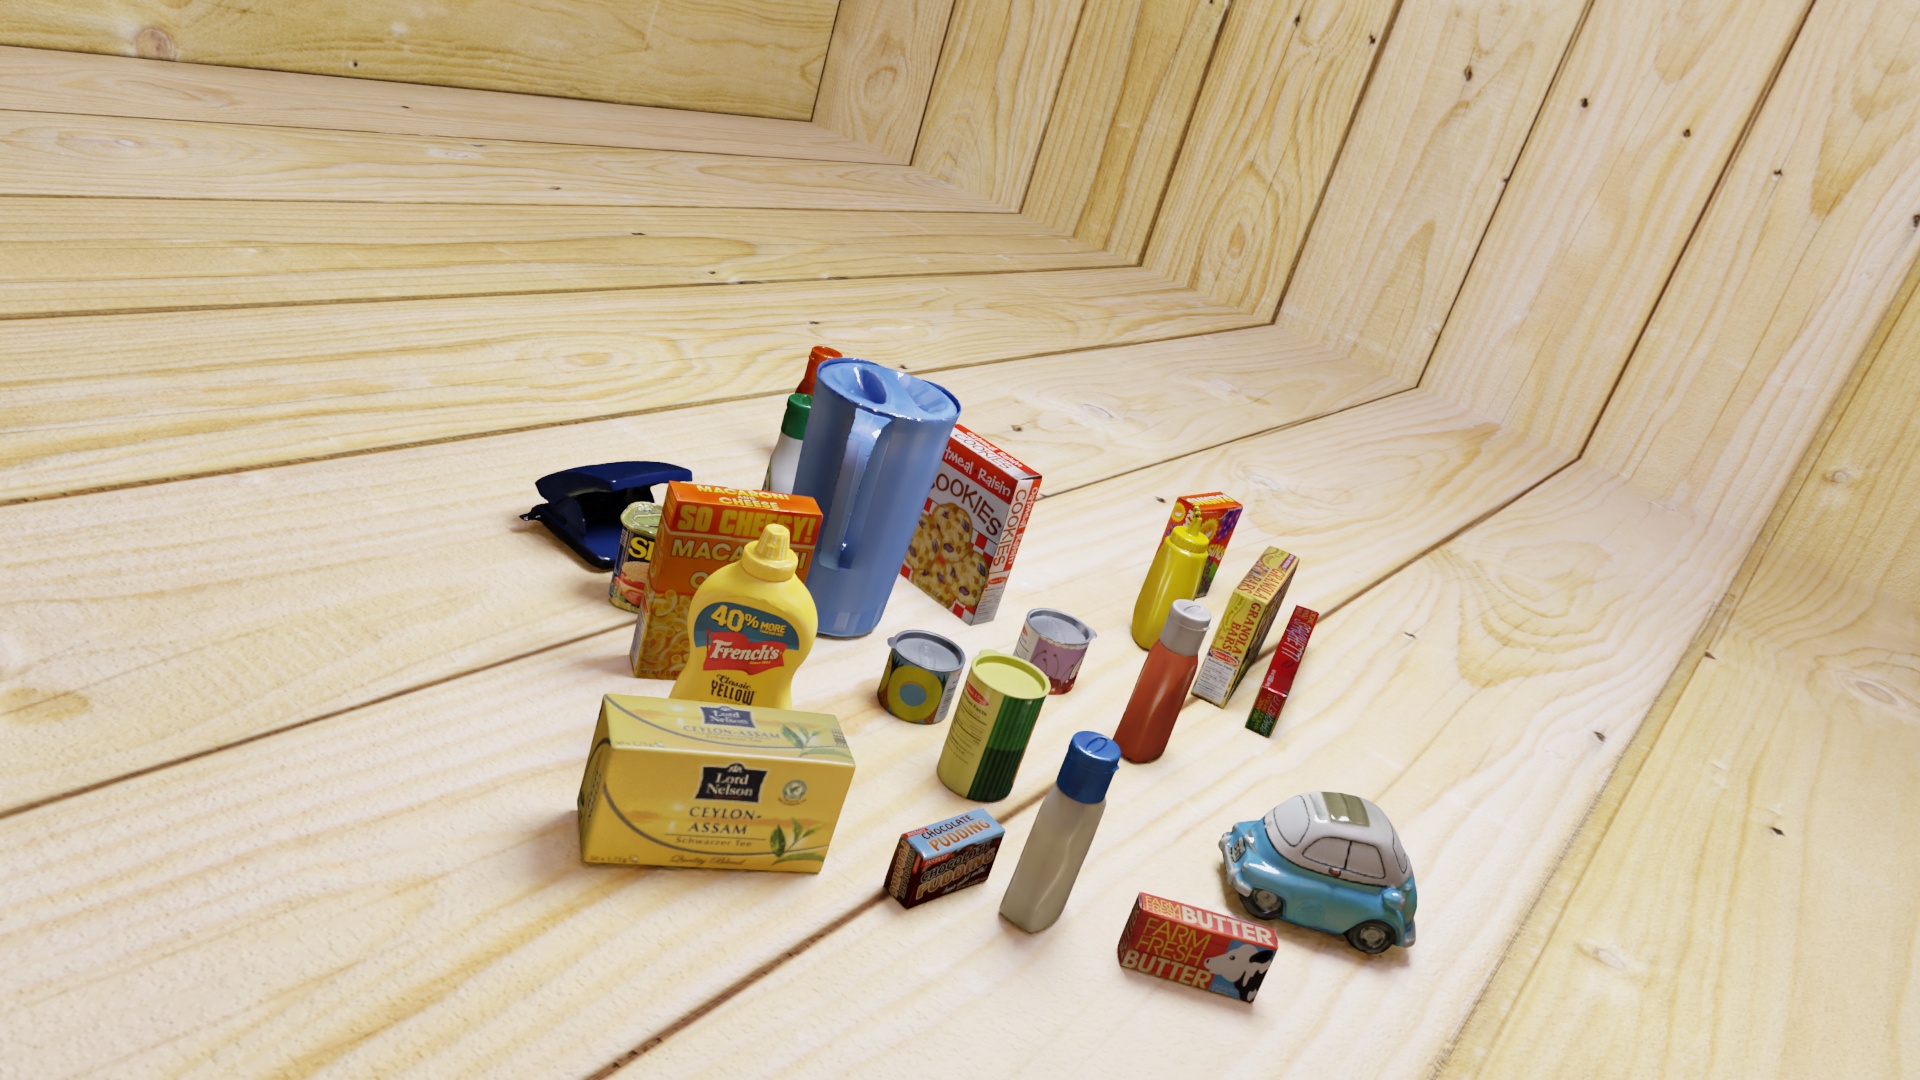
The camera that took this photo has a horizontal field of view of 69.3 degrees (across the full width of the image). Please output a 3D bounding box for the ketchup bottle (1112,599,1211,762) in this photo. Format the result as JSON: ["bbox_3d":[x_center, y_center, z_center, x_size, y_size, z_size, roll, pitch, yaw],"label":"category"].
[{"bbox_3d":[0.183,0.125,1.239,0.043,0.148,0.065,31,26,28],"label":"ketchup bottle"}]

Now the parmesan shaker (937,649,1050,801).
[{"bbox_3d":[0.025,0.150,1.127,0.071,0.102,0.071,15,23,-7],"label":"parmesan shaker"}]

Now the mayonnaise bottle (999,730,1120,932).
[{"bbox_3d":[0.073,0.205,0.985,0.041,0.147,0.065,28,25,23],"label":"mayonnaise bottle"}]

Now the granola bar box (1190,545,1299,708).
[{"bbox_3d":[0.297,0.086,1.437,0.039,0.123,0.166,25,24,16],"label":"granola bar box"}]

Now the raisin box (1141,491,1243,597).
[{"bbox_3d":[0.265,0.008,1.588,0.086,0.122,0.040,-6,33,-44],"label":"raisin box"}]

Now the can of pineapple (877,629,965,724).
[{"bbox_3d":[-0.036,0.118,1.212,0.071,0.057,0.071,15,23,-7],"label":"can of pineapple"}]

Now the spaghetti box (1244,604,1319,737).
[{"bbox_3d":[0.341,0.132,1.460,0.029,0.050,0.251,24,24,13],"label":"spaghetti box"}]

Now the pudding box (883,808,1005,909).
[{"bbox_3d":[-0.011,0.227,0.999,0.084,0.049,0.030,-7,33,-44],"label":"pudding box"}]

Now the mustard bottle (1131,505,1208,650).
[{"bbox_3d":[0.224,0.038,1.447,0.049,0.159,0.065,12,24,-13],"label":"mustard bottle"}]

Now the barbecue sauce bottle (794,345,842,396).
[{"bbox_3d":[-0.171,-0.148,1.591,0.044,0.148,0.065,4,27,-31],"label":"barbecue sauce bottle"}]

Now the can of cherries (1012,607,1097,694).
[{"bbox_3d":[0.088,0.106,1.326,0.071,0.058,0.072,15,23,-7],"label":"can of cherries"}]

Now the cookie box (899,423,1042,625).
[{"bbox_3d":[0.005,-0.018,1.404,0.040,0.166,0.123,-8,34,-47],"label":"cookie box"}]

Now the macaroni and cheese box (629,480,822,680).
[{"bbox_3d":[-0.194,0.037,1.142,0.124,0.165,0.040,6,26,-26],"label":"macaroni and cheese box"}]

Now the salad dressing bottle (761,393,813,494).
[{"bbox_3d":[-0.177,-0.078,1.433,0.044,0.147,0.064,14,23,-10],"label":"salad dressing bottle"}]

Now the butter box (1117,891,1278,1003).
[{"bbox_3d":[0.168,0.289,0.986,0.103,0.053,0.024,17,23,-2],"label":"butter box"}]
